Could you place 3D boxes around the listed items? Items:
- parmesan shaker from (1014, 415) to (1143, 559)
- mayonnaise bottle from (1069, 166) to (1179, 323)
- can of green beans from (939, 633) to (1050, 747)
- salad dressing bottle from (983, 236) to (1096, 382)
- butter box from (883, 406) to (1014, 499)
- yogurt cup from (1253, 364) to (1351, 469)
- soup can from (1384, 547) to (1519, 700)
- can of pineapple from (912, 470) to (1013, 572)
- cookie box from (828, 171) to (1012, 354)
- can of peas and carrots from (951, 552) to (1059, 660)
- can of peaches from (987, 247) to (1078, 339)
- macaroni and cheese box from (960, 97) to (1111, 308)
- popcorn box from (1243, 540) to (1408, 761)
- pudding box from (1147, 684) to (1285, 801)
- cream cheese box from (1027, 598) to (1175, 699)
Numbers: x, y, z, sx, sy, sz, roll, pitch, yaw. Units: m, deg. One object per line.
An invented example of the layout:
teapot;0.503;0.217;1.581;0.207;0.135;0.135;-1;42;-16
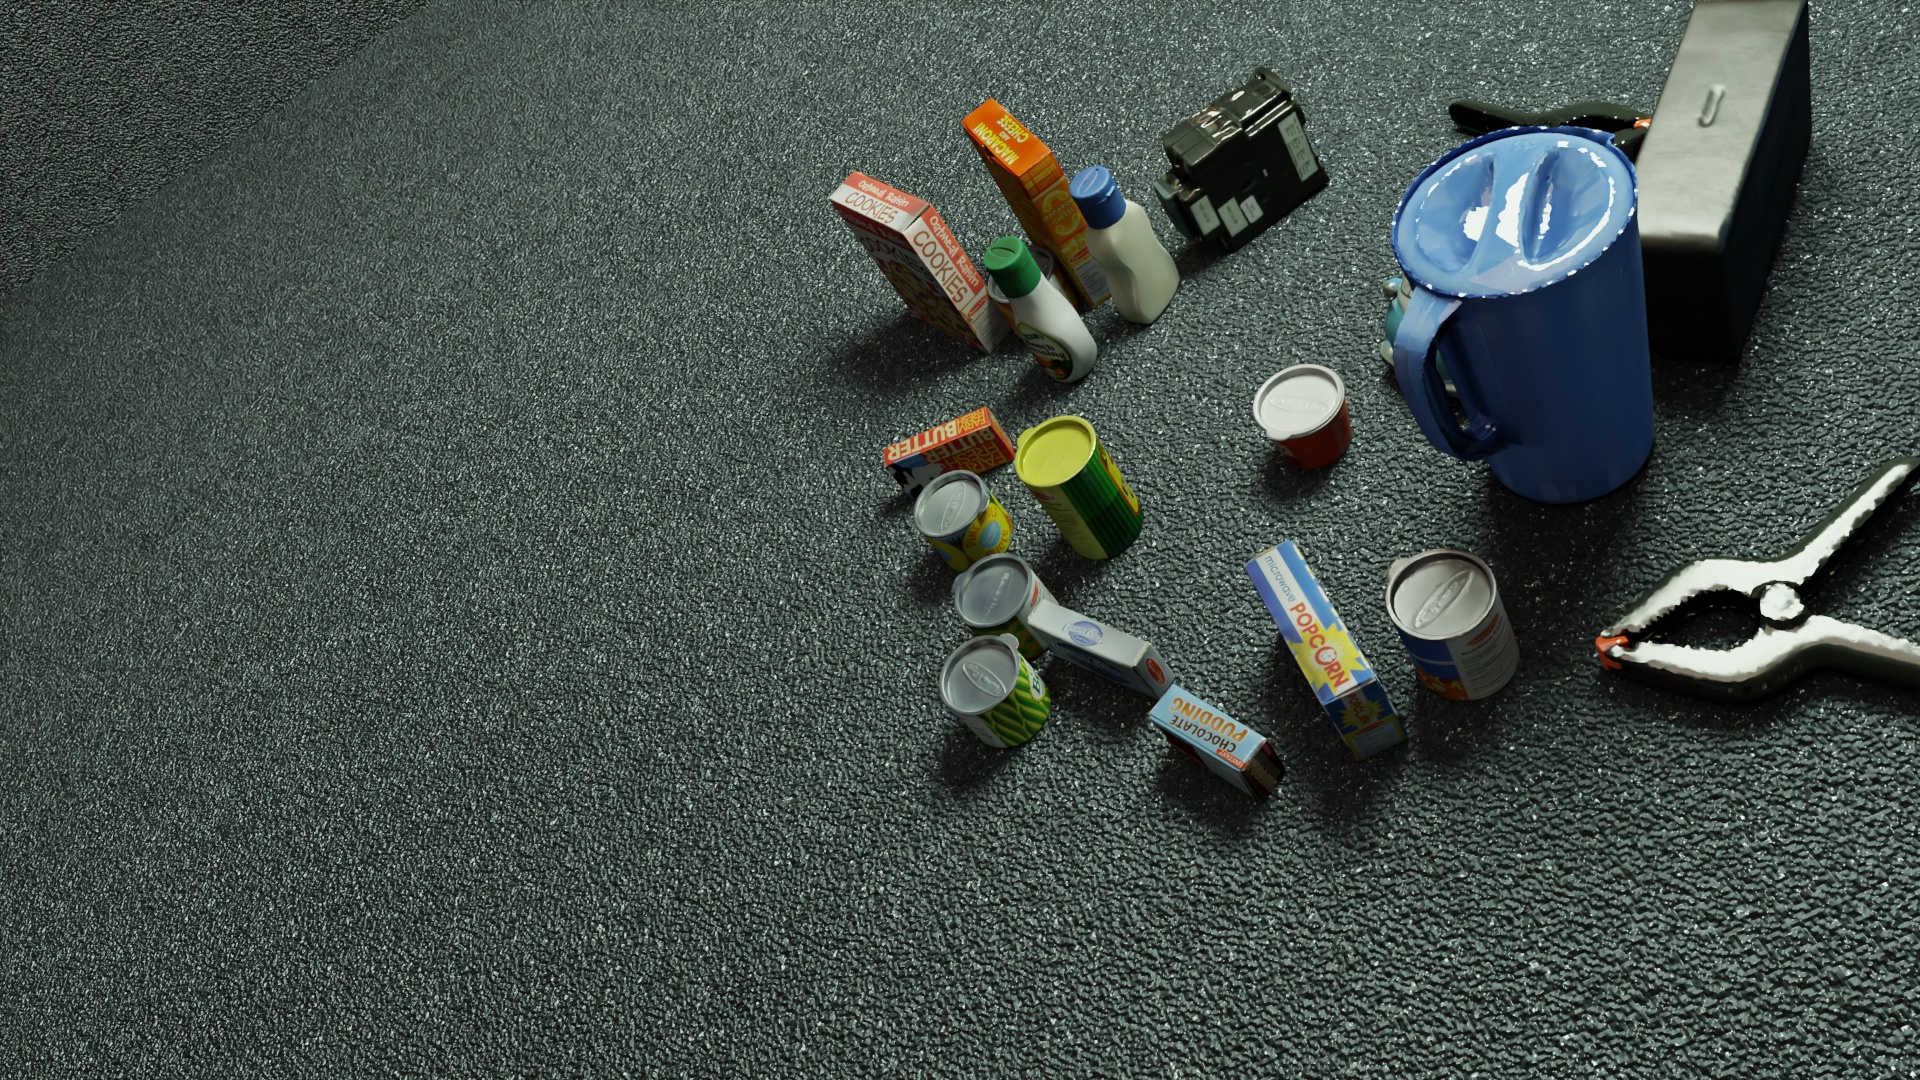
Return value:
parmesan shaker;0.092;-0.041;1.077;0.071;0.102;0.071;-17;49;21
mayonnaise bottle;0.138;-0.252;1.179;0.041;0.147;0.065;19;69;41
can of green beans;0.026;0.113;1.032;0.071;0.057;0.071;-17;49;21
salad dressing bottle;0.067;-0.195;1.180;0.064;0.147;0.044;23;72;42
butter box;-0.010;-0.075;1.203;0.103;0.053;0.024;-21;48;18
yogurt cup;0.260;-0.090;1.042;0.072;0.053;0.073;-17;49;21
soup can;0.310;0.053;0.879;0.071;0.083;0.072;-17;49;21
can of pineapple;0.004;-0.014;1.144;0.071;0.057;0.071;-17;49;21
cookie box;-0.035;-0.256;1.277;0.040;0.167;0.123;-48;46;-7
can of peas and carrots;0.035;0.052;1.073;0.071;0.058;0.071;-17;49;21
can of peaches;0.066;-0.225;1.266;0.071;0.058;0.071;-17;49;21
macaroni and cheese box;0.074;-0.300;1.243;0.040;0.166;0.124;-37;45;3
popcorn box;0.238;0.071;0.910;0.038;0.085;0.127;-30;46;10
pudding box;0.171;0.135;0.929;0.084;0.049;0.030;29;76;43
cream cheese box;0.102;0.079;1.013;0.104;0.053;0.024;22;71;41
